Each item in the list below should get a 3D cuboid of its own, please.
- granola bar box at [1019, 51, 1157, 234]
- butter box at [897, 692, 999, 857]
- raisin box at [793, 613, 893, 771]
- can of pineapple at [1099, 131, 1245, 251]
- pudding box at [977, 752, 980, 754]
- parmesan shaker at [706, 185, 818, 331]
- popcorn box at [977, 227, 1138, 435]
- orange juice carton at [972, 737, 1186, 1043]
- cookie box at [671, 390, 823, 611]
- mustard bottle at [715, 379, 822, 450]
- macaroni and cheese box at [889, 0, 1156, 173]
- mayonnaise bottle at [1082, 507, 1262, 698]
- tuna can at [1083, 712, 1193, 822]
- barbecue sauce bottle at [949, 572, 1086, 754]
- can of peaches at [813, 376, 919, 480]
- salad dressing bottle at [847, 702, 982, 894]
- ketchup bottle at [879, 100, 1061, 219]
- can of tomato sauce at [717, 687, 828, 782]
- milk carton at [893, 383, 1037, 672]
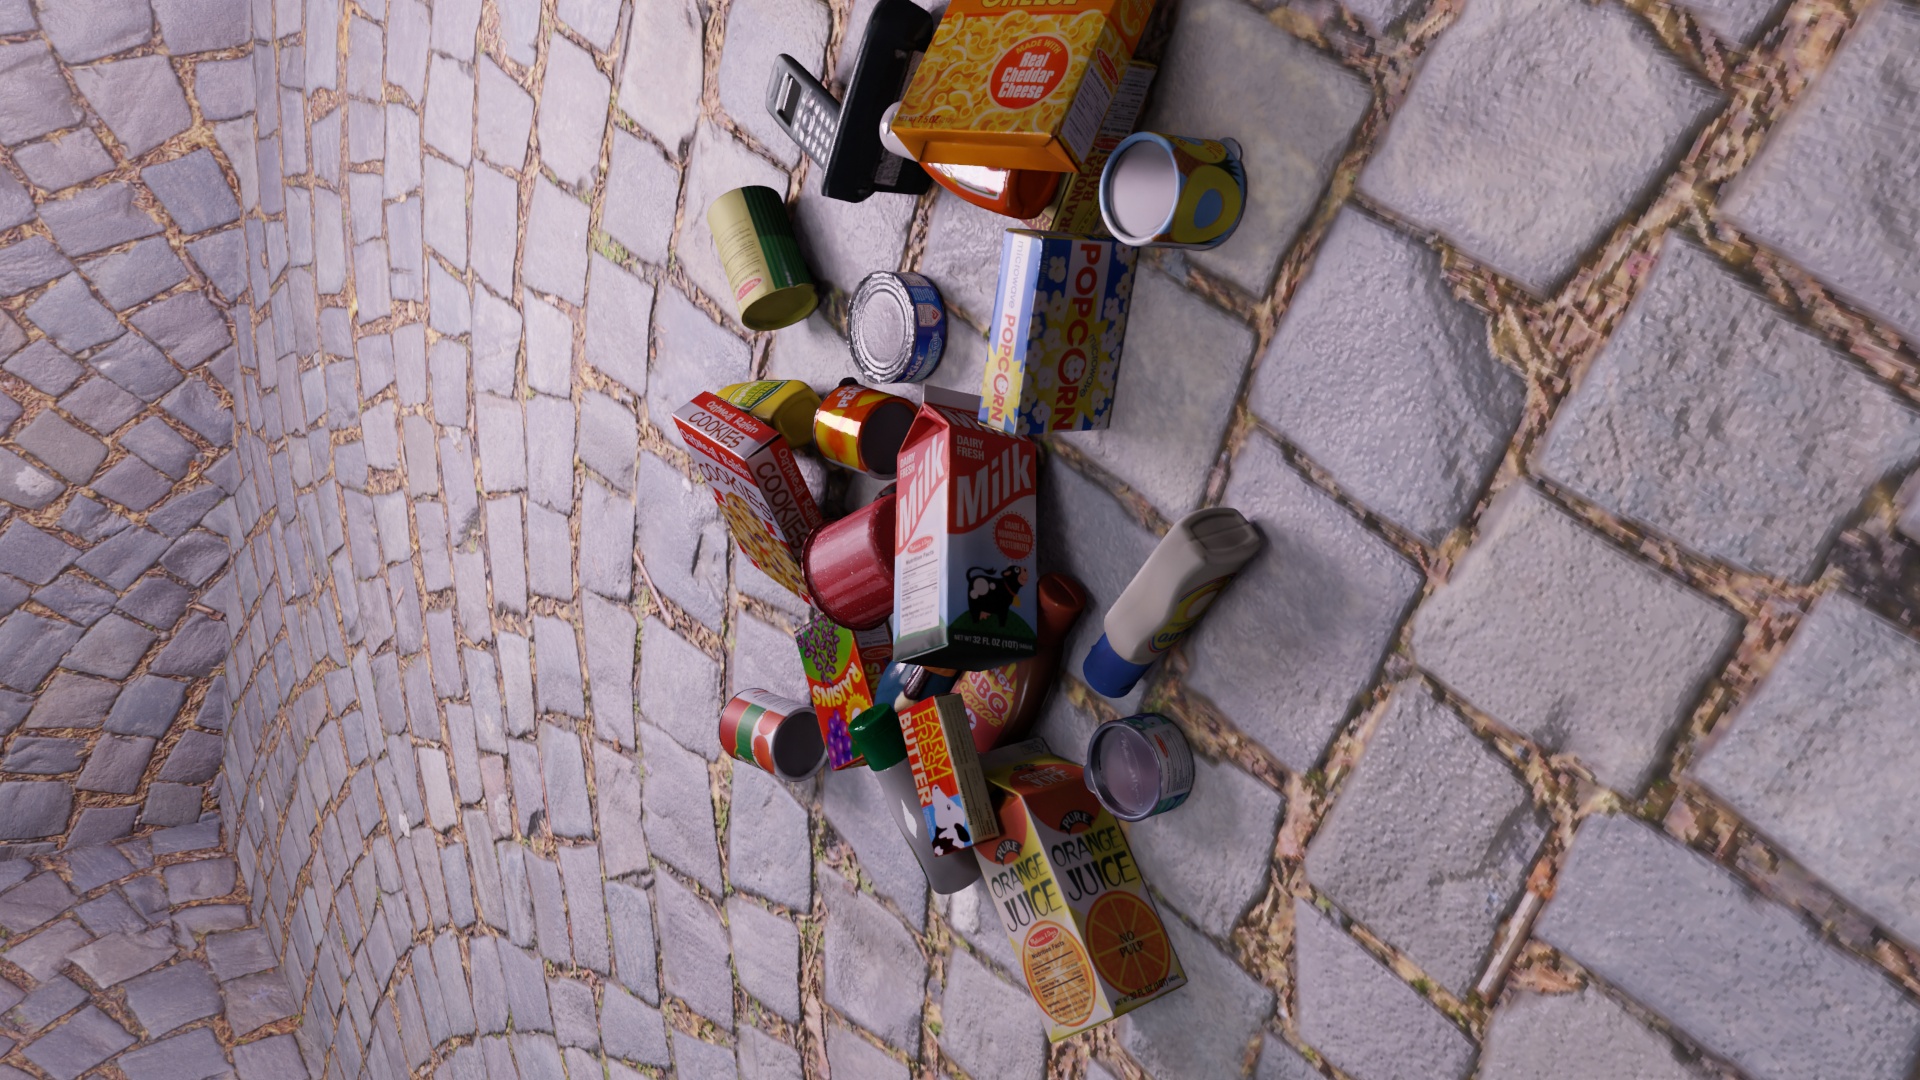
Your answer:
[{"bbox_3d":[0.043,-0.290,0.920,0.166,0.039,0.123,47,129,36],"label":"granola bar box"},{"bbox_3d":[-0.009,0.159,0.944,0.053,0.024,0.103,-34,67,51],"label":"butter box"},{"bbox_3d":[-0.085,0.117,1.133,0.085,0.040,0.123,-33,69,47],"label":"raisin box"},{"bbox_3d":[0.125,-0.207,0.819,0.071,0.058,0.071,9,102,49],"label":"can of pineapple"},{"bbox_3d":[0.013,0.189,1.001,0.049,0.030,0.083,-6,125,50],"label":"pudding box"},{"bbox_3d":[-0.163,-0.237,1.157,0.071,0.071,0.103,-38,66,46],"label":"parmesan shaker"},{"bbox_3d":[0.062,-0.132,0.884,0.038,0.085,0.126,26,114,45],"label":"popcorn box"},{"bbox_3d":[0.068,0.227,0.938,0.072,0.072,0.193,-43,63,44],"label":"orange juice carton"},{"bbox_3d":[-0.161,-0.033,1.141,0.123,0.040,0.166,29,150,45],"label":"cookie box"},{"bbox_3d":[-0.177,-0.109,1.191,0.160,0.065,0.048,12,136,51],"label":"mustard bottle"},{"bbox_3d":[0.045,-0.304,0.838,0.124,0.040,0.167,15,75,35],"label":"macaroni and cheese box"},{"bbox_3d":[0.124,0.042,0.855,0.041,0.065,0.147,55,137,25],"label":"mayonnaise bottle"},{"bbox_3d":[0.115,0.147,0.900,0.071,0.033,0.071,9,102,49],"label":"tuna can"},{"bbox_3d":[0.041,0.087,0.973,0.065,0.044,0.147,51,130,29],"label":"barbecue sauce bottle"},{"bbox_3d":[-0.070,-0.085,1.063,0.058,0.071,0.071,22,112,46],"label":"can of peaches"},{"bbox_3d":[-0.033,0.191,1.032,0.044,0.064,0.147,-26,102,9],"label":"salad dressing bottle"},{"bbox_3d":[0.004,-0.256,0.906,0.149,0.043,0.064,33,109,44],"label":"ketchup bottle"},{"bbox_3d":[-0.161,0.171,1.210,0.083,0.071,0.071,9,102,49],"label":"can of tomato sauce"},{"bbox_3d":[0.003,-0.012,0.947,0.073,0.072,0.191,-24,62,55],"label":"milk carton"}]
